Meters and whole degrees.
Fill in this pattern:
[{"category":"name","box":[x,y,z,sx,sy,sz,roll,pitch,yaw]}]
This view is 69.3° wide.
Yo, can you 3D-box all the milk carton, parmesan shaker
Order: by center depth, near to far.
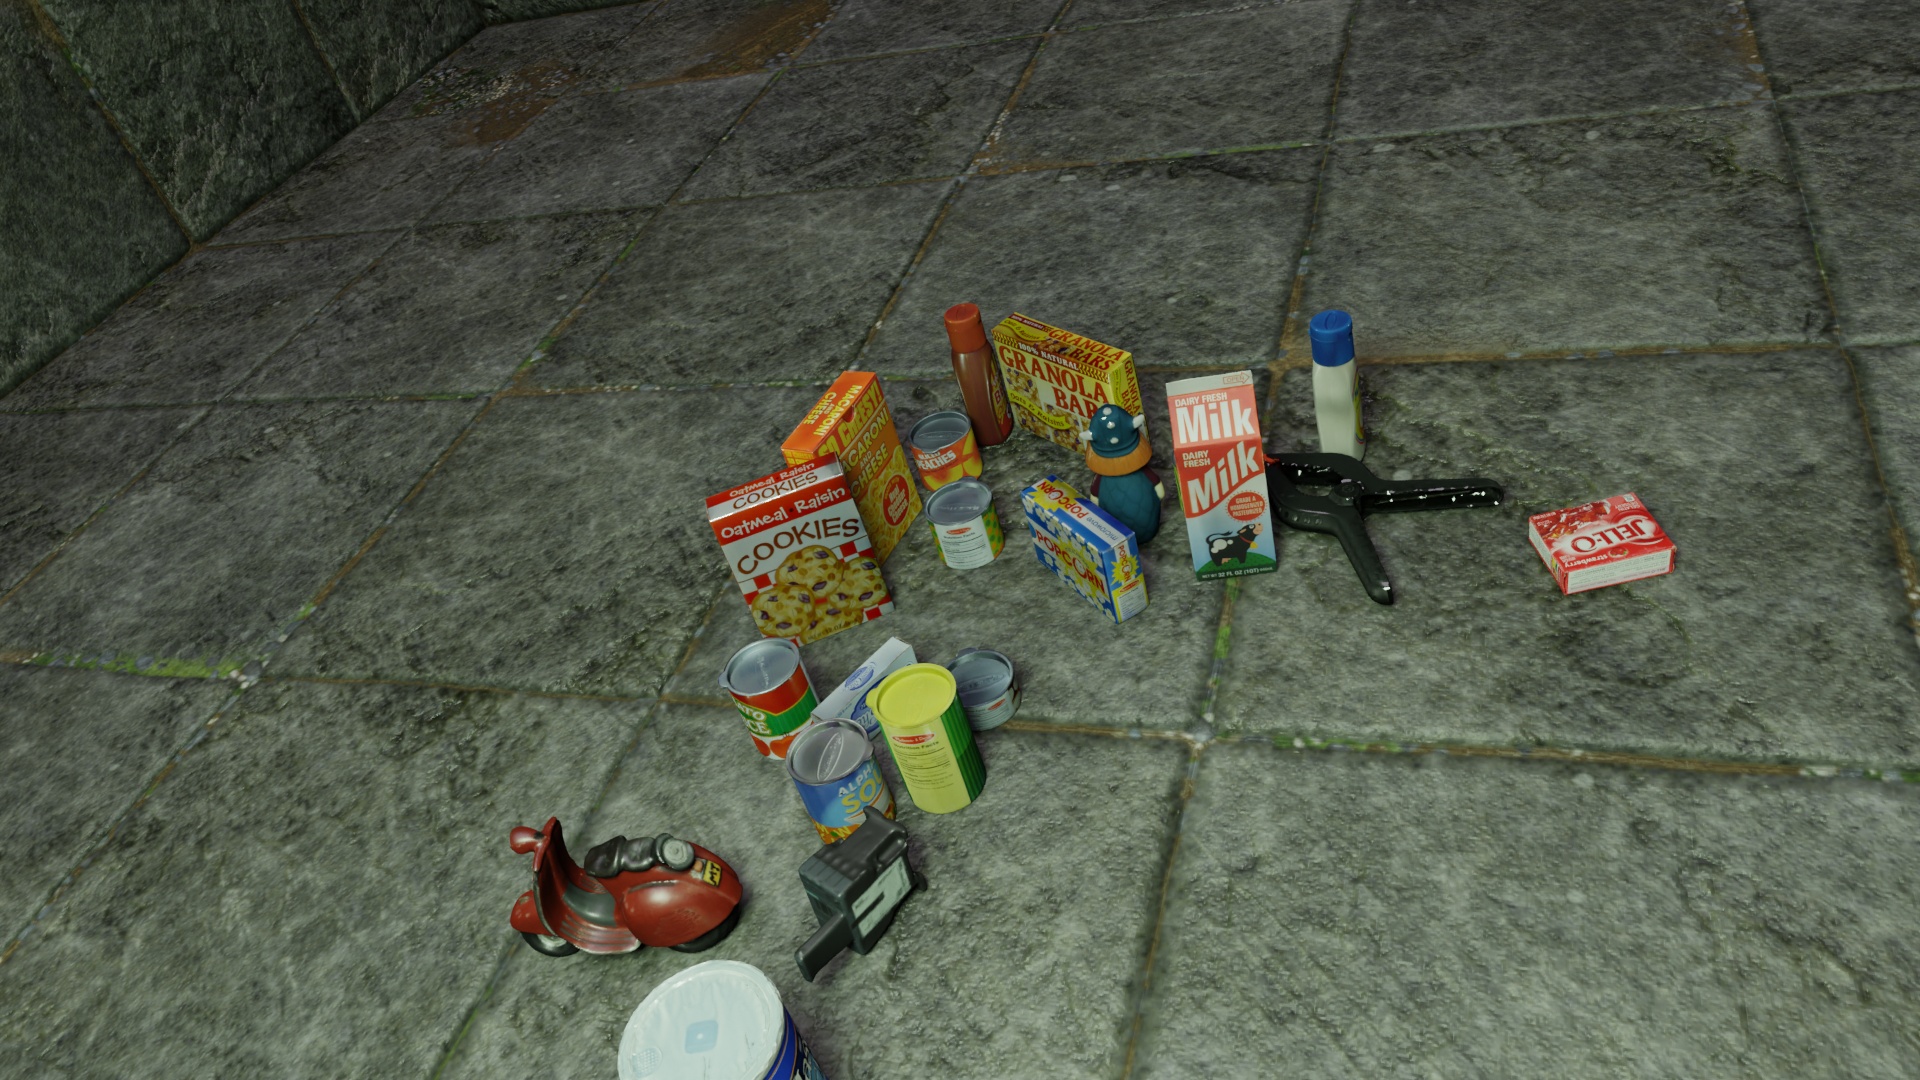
[{"category":"parmesan shaker","box":[-0.026,0.155,1.080,0.071,0.102,0.072,-11,38,9]},{"category":"milk carton","box":[0.222,-0.061,1.178,0.072,0.189,0.074,-8,39,12]}]

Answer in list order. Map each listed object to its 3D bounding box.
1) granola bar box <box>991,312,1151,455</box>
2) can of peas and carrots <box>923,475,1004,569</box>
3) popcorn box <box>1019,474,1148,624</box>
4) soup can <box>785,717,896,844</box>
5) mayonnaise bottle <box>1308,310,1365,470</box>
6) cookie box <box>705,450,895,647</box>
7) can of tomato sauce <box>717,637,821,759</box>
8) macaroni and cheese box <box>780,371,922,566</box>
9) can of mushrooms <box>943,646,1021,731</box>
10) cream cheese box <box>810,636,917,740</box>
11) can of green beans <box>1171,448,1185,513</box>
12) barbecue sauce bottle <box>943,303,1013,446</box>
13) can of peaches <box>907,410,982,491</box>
[{"category":"granola bar box","box":[0.111,-0.148,1.380,0.039,0.123,0.166,-38,42,-24]},{"category":"can of peas and carrots","box":[0.005,-0.016,1.313,0.071,0.058,0.071,-11,38,9]},{"category":"popcorn box","box":[0.109,0.006,1.224,0.038,0.084,0.127,-31,40,-16]},{"category":"soup can","box":[-0.089,0.190,1.077,0.071,0.083,0.072,-11,38,9]},{"category":"mayonnaise bottle","box":[0.342,-0.137,1.259,0.041,0.147,0.065,2,42,23]},{"category":"cookie box","box":[-0.142,0.014,1.245,0.123,0.166,0.040,-21,38,-4]},{"category":"can of tomato sauce","box":[-0.156,0.135,1.170,0.071,0.082,0.071,-11,38,9]},{"category":"macaroni and cheese box","box":[-0.099,-0.058,1.317,0.040,0.165,0.124,7,44,28]},{"category":"can of mushrooms","box":[0.015,0.123,1.158,0.071,0.033,0.071,-11,38,9]},{"category":"cream cheese box","box":[-0.076,0.134,1.165,0.024,0.053,0.104,21,52,39]},{"category":"can of green beans","box":[0.231,-0.059,1.279,0.071,0.057,0.071,-11,38,9]},{"category":"barbecue sauce bottle","box":[0.018,-0.172,1.426,0.043,0.147,0.065,-6,39,15]},{"category":"can of peaches","box":[-0.016,-0.089,1.410,0.071,0.057,0.071,-11,38,9]}]
